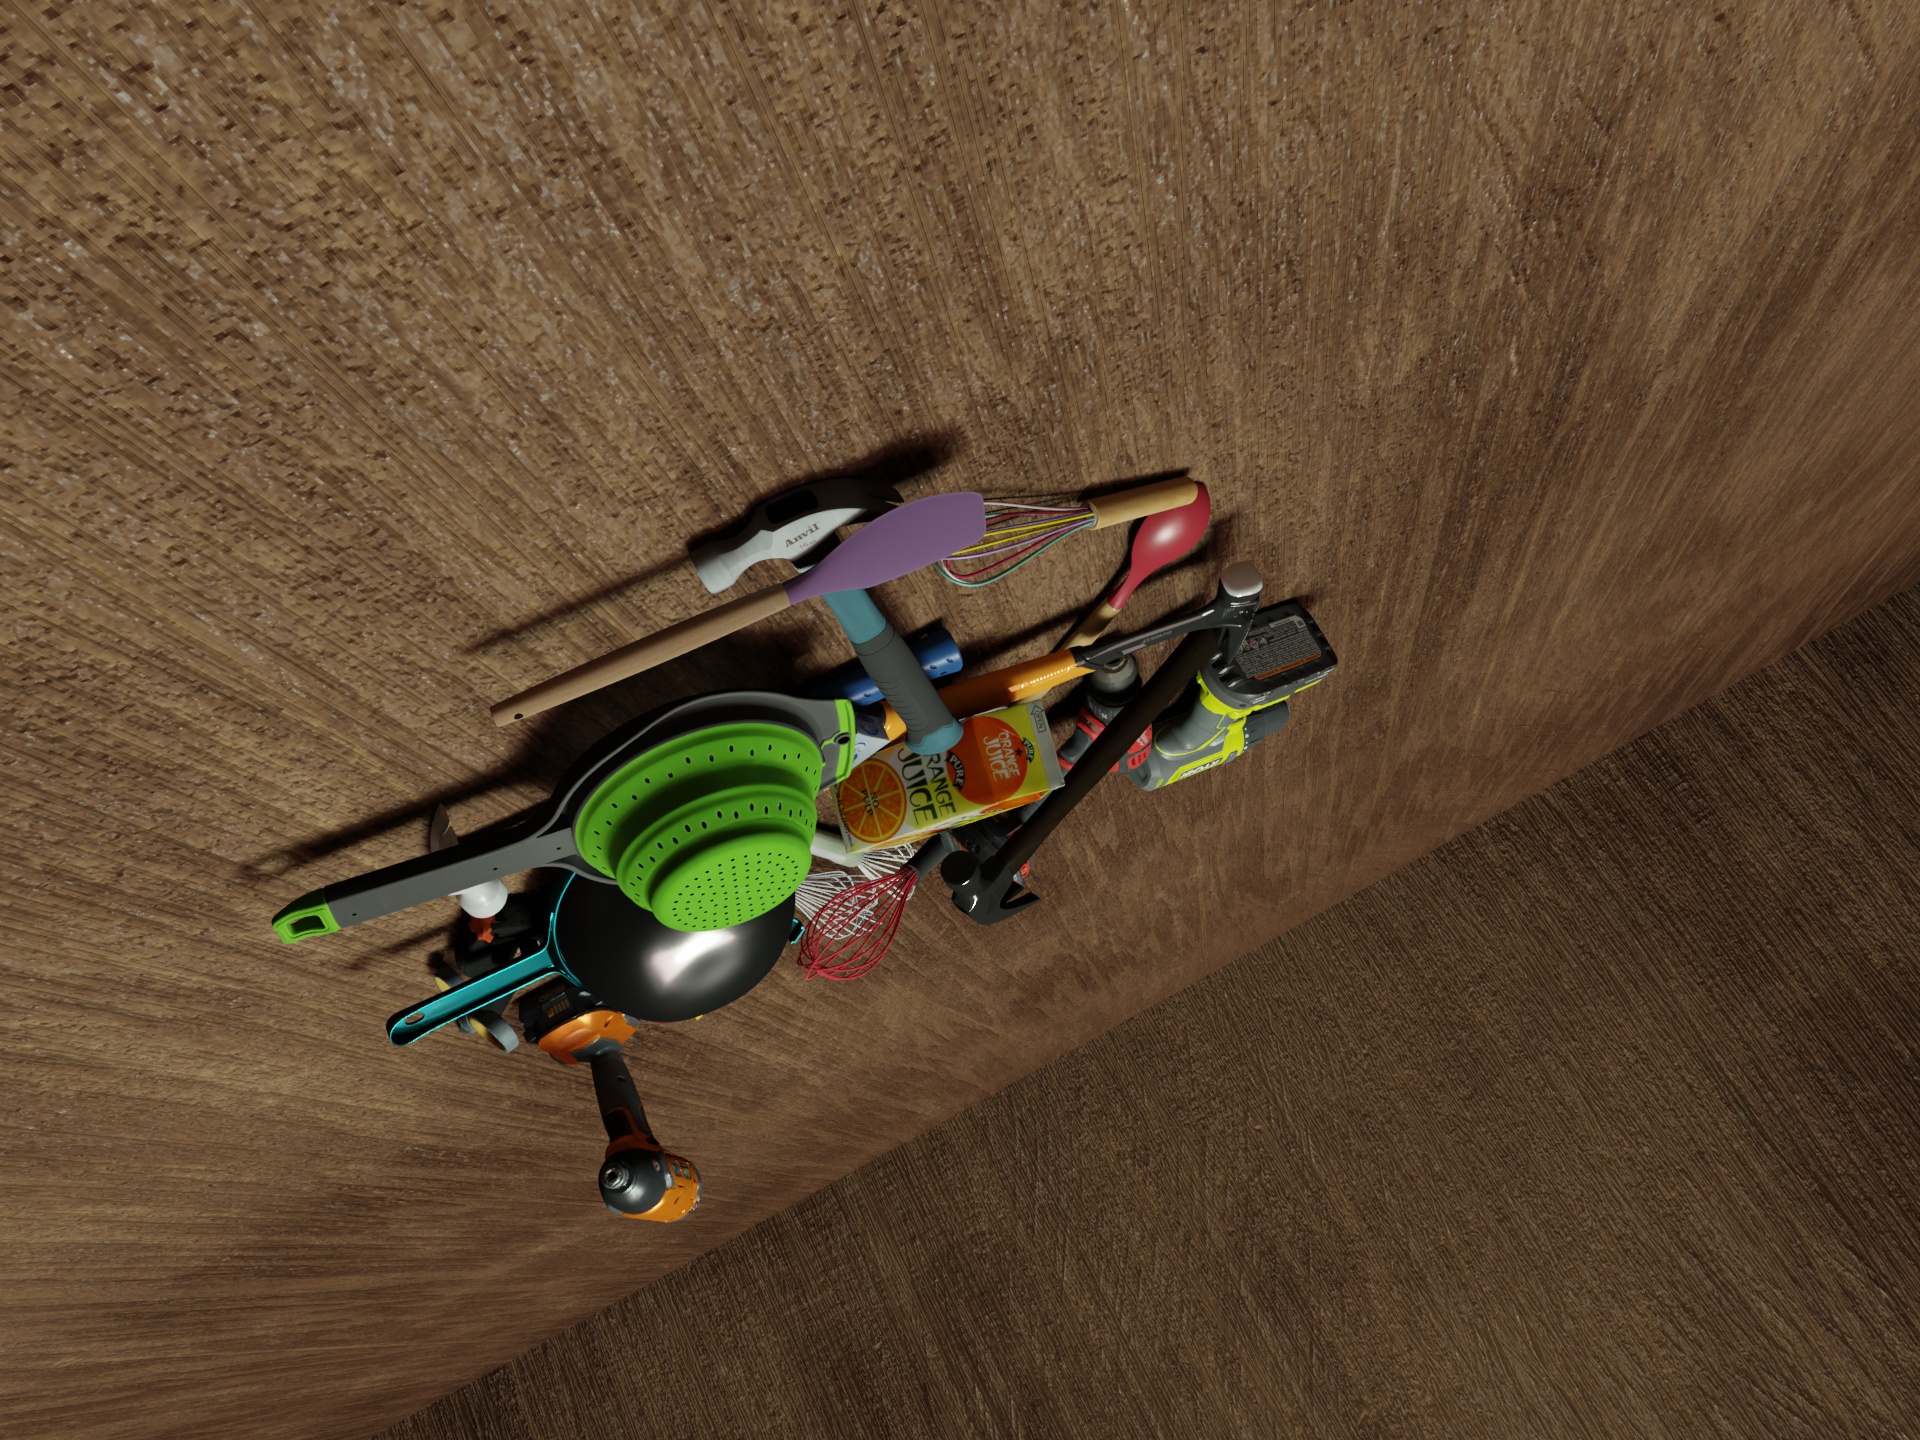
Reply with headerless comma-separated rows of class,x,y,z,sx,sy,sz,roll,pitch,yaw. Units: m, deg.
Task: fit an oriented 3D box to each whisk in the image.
whisk,-0.056,0.152,1.465,0.073,0.073,0.296,-48,176,40
whisk,-0.151,0.154,1.470,0.070,0.070,0.284,-34,154,12
whisk,0.075,-0.137,1.099,0.245,0.051,0.047,-18,151,-33
whisk,-0.097,0.127,1.485,0.058,0.059,0.246,-7,164,24

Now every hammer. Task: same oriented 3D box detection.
hammer,0.078,-0.040,1.282,0.337,0.034,0.127,-18,157,-8
hammer,0.112,0.042,1.355,0.331,0.031,0.129,-47,150,-13
hammer,-0.186,0.027,1.150,0.405,0.035,0.144,-25,159,-11
hammer,-0.060,-0.055,1.070,0.128,0.033,0.330,-30,151,1

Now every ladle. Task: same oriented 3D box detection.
ladle,0.111,-0.082,1.295,0.069,0.031,0.315,-11,154,-36

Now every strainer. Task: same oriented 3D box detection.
strainer,-0.265,0.188,1.223,0.340,0.095,0.210,-24,133,-19

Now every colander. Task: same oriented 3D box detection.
colander,-0.241,0.101,1.049,0.397,0.095,0.204,-18,149,-15

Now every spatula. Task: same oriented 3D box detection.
spatula,-0.127,-0.066,0.942,0.316,0.018,0.059,-24,146,-10

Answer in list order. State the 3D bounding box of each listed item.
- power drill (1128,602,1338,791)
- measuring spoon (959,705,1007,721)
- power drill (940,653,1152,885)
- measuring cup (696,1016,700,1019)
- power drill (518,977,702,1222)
power drill,0.278,-0.021,1.578,0.190,0.080,0.228,-19,160,-23
measuring spoon,-0.002,-0.004,1.351,0.124,0.018,0.034,-14,155,-50
power drill,0.084,0.040,1.419,0.227,0.080,0.187,-42,156,-13
measuring cup,-0.238,0.232,1.522,0.062,0.029,0.156,-36,160,-48
power drill,-0.318,0.343,1.441,0.084,0.227,0.164,-28,159,-2
